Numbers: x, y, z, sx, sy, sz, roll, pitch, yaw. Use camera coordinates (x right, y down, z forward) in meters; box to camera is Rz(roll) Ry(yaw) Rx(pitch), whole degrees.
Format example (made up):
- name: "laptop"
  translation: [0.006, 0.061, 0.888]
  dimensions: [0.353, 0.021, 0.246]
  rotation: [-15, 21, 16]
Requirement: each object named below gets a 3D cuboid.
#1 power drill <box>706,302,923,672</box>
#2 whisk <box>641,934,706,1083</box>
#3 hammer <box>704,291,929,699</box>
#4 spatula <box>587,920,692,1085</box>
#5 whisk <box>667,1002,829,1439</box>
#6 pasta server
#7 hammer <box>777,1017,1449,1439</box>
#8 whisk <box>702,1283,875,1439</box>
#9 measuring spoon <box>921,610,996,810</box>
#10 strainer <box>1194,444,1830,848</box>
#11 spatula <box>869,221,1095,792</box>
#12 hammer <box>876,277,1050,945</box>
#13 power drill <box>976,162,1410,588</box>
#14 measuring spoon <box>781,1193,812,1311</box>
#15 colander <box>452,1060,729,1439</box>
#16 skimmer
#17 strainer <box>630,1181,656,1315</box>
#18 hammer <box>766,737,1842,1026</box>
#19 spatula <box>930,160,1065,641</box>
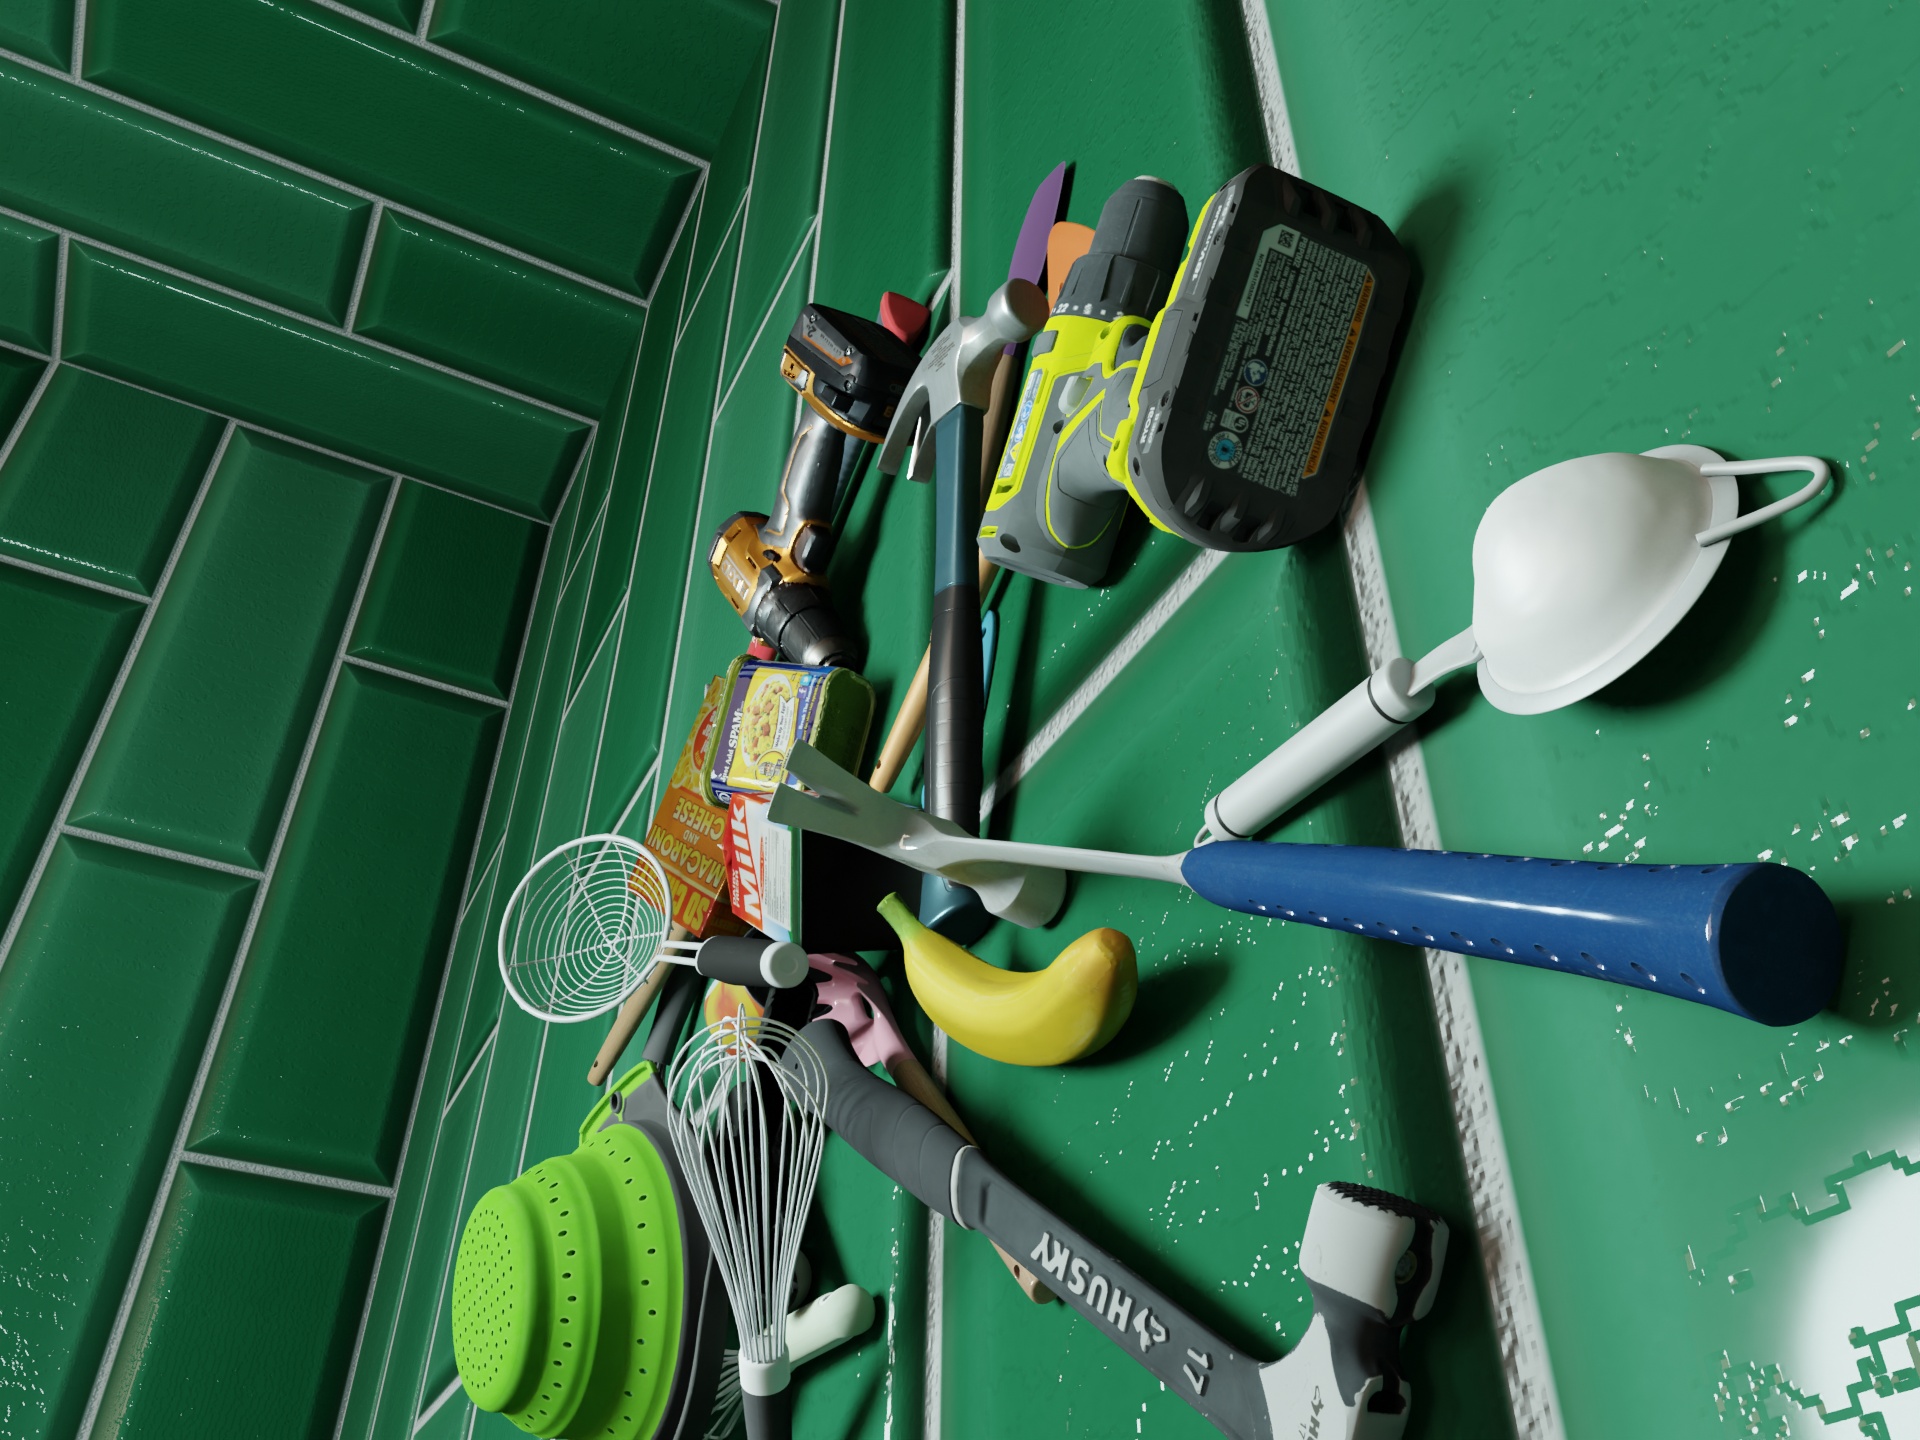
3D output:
- name: "power drill"
  translation: [-0.091, -0.148, 1.091]
  dimensions: [0.186, 0.084, 0.226]
  rotation: [51, 123, 45]
- name: "whisk"
  translation: [-0.226, 0.252, 1.183]
  dimensions: [0.055, 0.055, 0.239]
  rotation: [-16, 55, 66]
- name: "hammer"
  translation: [-0.119, -0.149, 1.240]
  dimensions: [0.386, 0.038, 0.143]
  rotation: [-65, 20, 19]
- name: "spatula"
  translation: [-0.201, 0.125, 1.171]
  dimensions: [0.082, 0.044, 0.317]
  rotation: [27, 87, 55]
- name: "whisk"
  translation: [-0.088, 0.258, 0.703]
  dimensions: [0.070, 0.070, 0.284]
  rotation: [-137, 43, -68]
- name: "pasta server"
  translation: [-0.024, 0.176, 0.735]
  dimensions: [0.316, 0.040, 0.060]
  rotation: [-143, 53, -67]
- name: "hammer"
  translation: [0.013, 0.184, 0.587]
  dimensions: [0.409, 0.036, 0.149]
  rotation: [9, 84, 64]
- name: "whisk"
  translation: [-0.107, 0.332, 0.817]
  dimensions: [0.246, 0.057, 0.059]
  rotation: [-46, 67, 45]
- name: "measuring spoon"
  translation: [-0.001, -0.003, 0.842]
  dimensions: [0.042, 0.021, 0.129]
  rotation: [-32, 44, 60]
- name: "strainer"
  translation: [0.137, -0.013, 0.480]
  dimensions: [0.258, 0.050, 0.087]
  rotation: [-49, 15, 53]
- name: "spatula"
  translation: [0.013, -0.104, 0.854]
  dimensions: [0.322, 0.041, 0.081]
  rotation: [-65, 29, 16]
- name: "hammer"
  translation: [-0.002, -0.052, 0.804]
  dimensions: [0.128, 0.033, 0.331]
  rotation: [-27, 57, 54]
- name: "power drill"
  translation: [0.087, -0.152, 0.668]
  dimensions: [0.228, 0.080, 0.190]
  rotation: [-162, 89, -72]
- name: "measuring spoon"
  translation: [-0.094, 0.280, 0.868]
  dimensions: [0.124, 0.018, 0.034]
  rotation: [-126, 53, -73]
- name: "colander"
  translation: [-0.190, 0.370, 0.801]
  dimensions: [0.204, 0.094, 0.398]
  rotation: [-47, 46, 39]
- name: "skimmer"
  translation: [-0.185, 0.122, 0.913]
  dimensions: [0.363, 0.090, 0.127]
  rotation: [-13, 50, 64]
- name: "strainer"
  translation: [-0.178, 0.326, 0.967]
  dimensions: [0.256, 0.069, 0.151]
  rotation: [0, 72, 64]
- name: "hammer"
  translation: [0.069, 0.047, 0.507]
  dimensions: [0.405, 0.144, 0.035]
  rotation: [-2, 66, 61]
- name: "spatula"
  translation: [0.022, -0.190, 0.944]
  dimensions: [0.060, 0.018, 0.316]
  rotation: [-25, 49, 63]
